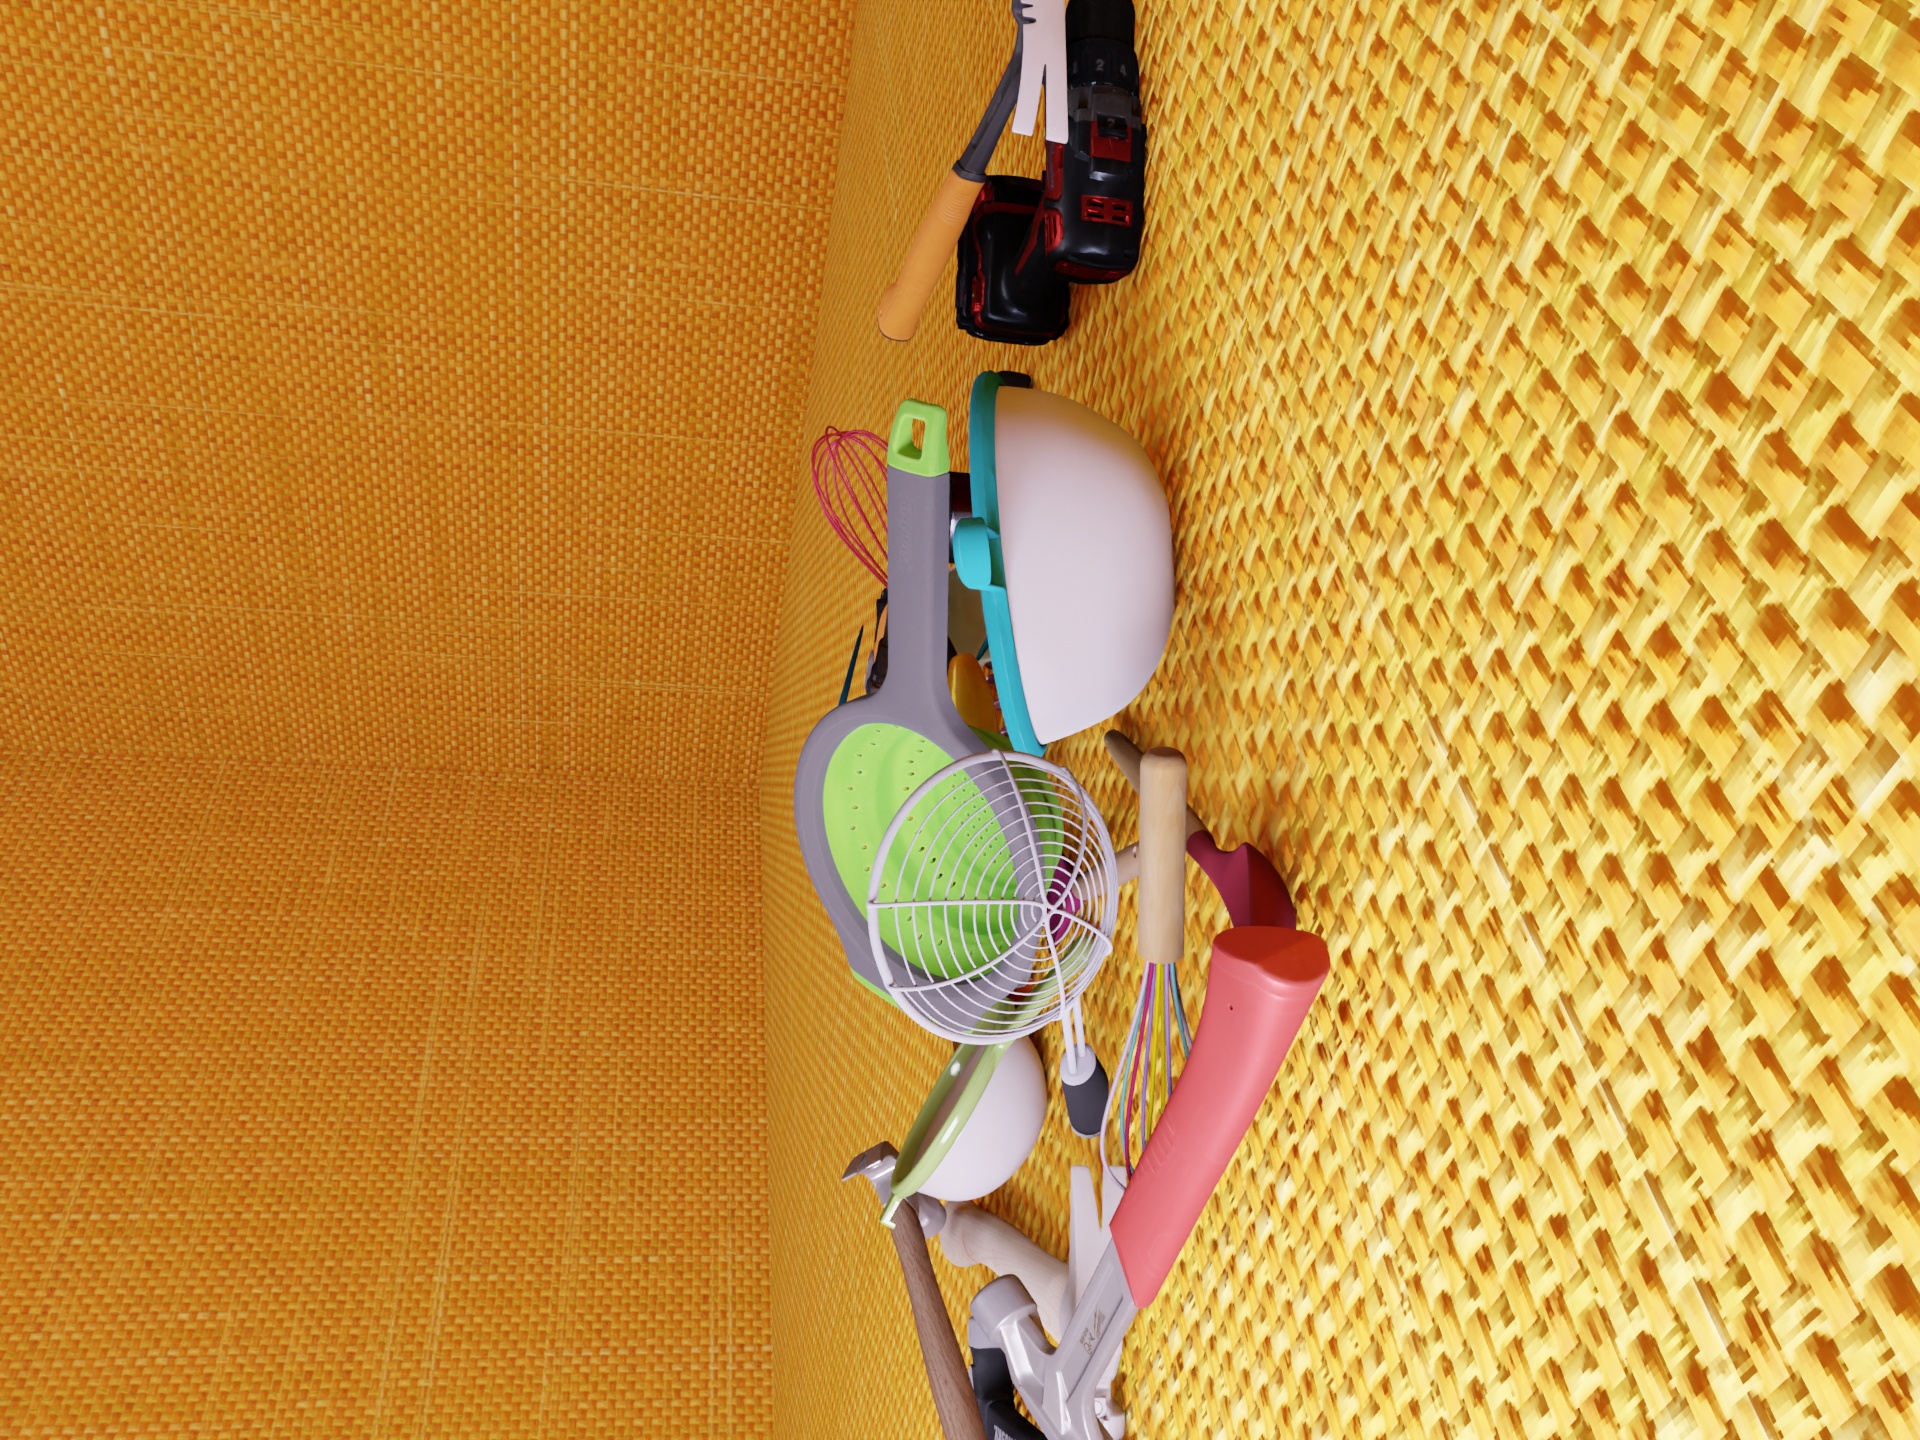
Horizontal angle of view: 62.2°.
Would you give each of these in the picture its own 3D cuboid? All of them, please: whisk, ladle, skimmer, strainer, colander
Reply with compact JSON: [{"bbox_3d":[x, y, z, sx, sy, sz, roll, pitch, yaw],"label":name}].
[{"bbox_3d":[-0.034,-0.092,1.163,0.296,0.073,0.073,65,161,14],"label":"whisk"},{"bbox_3d":[0.112,0.055,0.802,0.316,0.031,0.069,-116,24,-72],"label":"ladle"},{"bbox_3d":[0.033,0.138,0.798,0.127,0.090,0.363,-51,-22,-18],"label":"skimmer"},{"bbox_3d":[0.042,0.233,1.046,0.256,0.069,0.151,-56,3,36],"label":"strainer"},{"bbox_3d":[0.094,0.130,0.743,0.051,0.047,0.244,17,116,42],"label":"whisk"},{"bbox_3d":[0.059,-0.082,0.790,0.340,0.095,0.211,-28,-68,-82],"label":"strainer"},{"bbox_3d":[-0.002,-0.003,0.960,0.205,0.094,0.396,23,123,37],"label":"colander"}]

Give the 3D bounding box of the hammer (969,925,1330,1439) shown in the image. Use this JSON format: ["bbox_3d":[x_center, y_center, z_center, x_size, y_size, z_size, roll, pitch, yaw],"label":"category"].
[{"bbox_3d":[0.092,0.229,0.710,0.149,0.036,0.358,47,138,33],"label":"hammer"}]

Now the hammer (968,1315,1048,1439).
[{"bbox_3d":[0.051,0.461,0.977,0.334,0.035,0.146,131,141,-72],"label":"hammer"}]

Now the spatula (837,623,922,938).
[{"bbox_3d":[-0.057,0.066,1.208,0.082,0.044,0.318,109,147,-46],"label":"spatula"}]

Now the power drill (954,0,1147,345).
[{"bbox_3d":[0.063,-0.358,1.048,0.227,0.080,0.188,165,107,-75],"label":"power drill"}]

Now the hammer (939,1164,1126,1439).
[{"bbox_3d":[0.038,0.353,1.070,0.410,0.038,0.146,141,132,-75],"label":"hammer"}]

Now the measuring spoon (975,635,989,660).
[{"bbox_3d":[0.046,-0.085,1.116,0.128,0.021,0.042,-58,6,36],"label":"measuring spoon"}]

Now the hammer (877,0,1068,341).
[{"bbox_3d":[-0.001,-0.349,1.075,0.337,0.034,0.127,134,138,-65],"label":"hammer"}]

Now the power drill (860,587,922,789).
[{"bbox_3d":[-0.043,-0.052,1.375,0.226,0.084,0.185,-81,-1,-68],"label":"power drill"}]

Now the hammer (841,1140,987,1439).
[{"bbox_3d":[-0.015,0.411,1.055,0.129,0.031,0.332,58,-177,-33],"label":"hammer"}]

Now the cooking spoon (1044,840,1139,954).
[{"bbox_3d":[0.078,0.096,0.932,0.319,0.017,0.069,117,157,-77],"label":"cooking spoon"}]

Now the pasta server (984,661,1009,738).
[{"bbox_3d":[0.026,-0.062,1.030,0.316,0.040,0.060,71,-175,-68],"label":"pasta server"}]

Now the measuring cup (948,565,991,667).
[{"bbox_3d":[0.014,-0.043,1.211,0.038,0.083,0.167,-37,-43,-60],"label":"measuring cup"}]

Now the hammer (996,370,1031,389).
[{"bbox_3d":[0.009,-0.074,1.277,0.149,0.036,0.409,-42,-37,-76],"label":"hammer"}]
